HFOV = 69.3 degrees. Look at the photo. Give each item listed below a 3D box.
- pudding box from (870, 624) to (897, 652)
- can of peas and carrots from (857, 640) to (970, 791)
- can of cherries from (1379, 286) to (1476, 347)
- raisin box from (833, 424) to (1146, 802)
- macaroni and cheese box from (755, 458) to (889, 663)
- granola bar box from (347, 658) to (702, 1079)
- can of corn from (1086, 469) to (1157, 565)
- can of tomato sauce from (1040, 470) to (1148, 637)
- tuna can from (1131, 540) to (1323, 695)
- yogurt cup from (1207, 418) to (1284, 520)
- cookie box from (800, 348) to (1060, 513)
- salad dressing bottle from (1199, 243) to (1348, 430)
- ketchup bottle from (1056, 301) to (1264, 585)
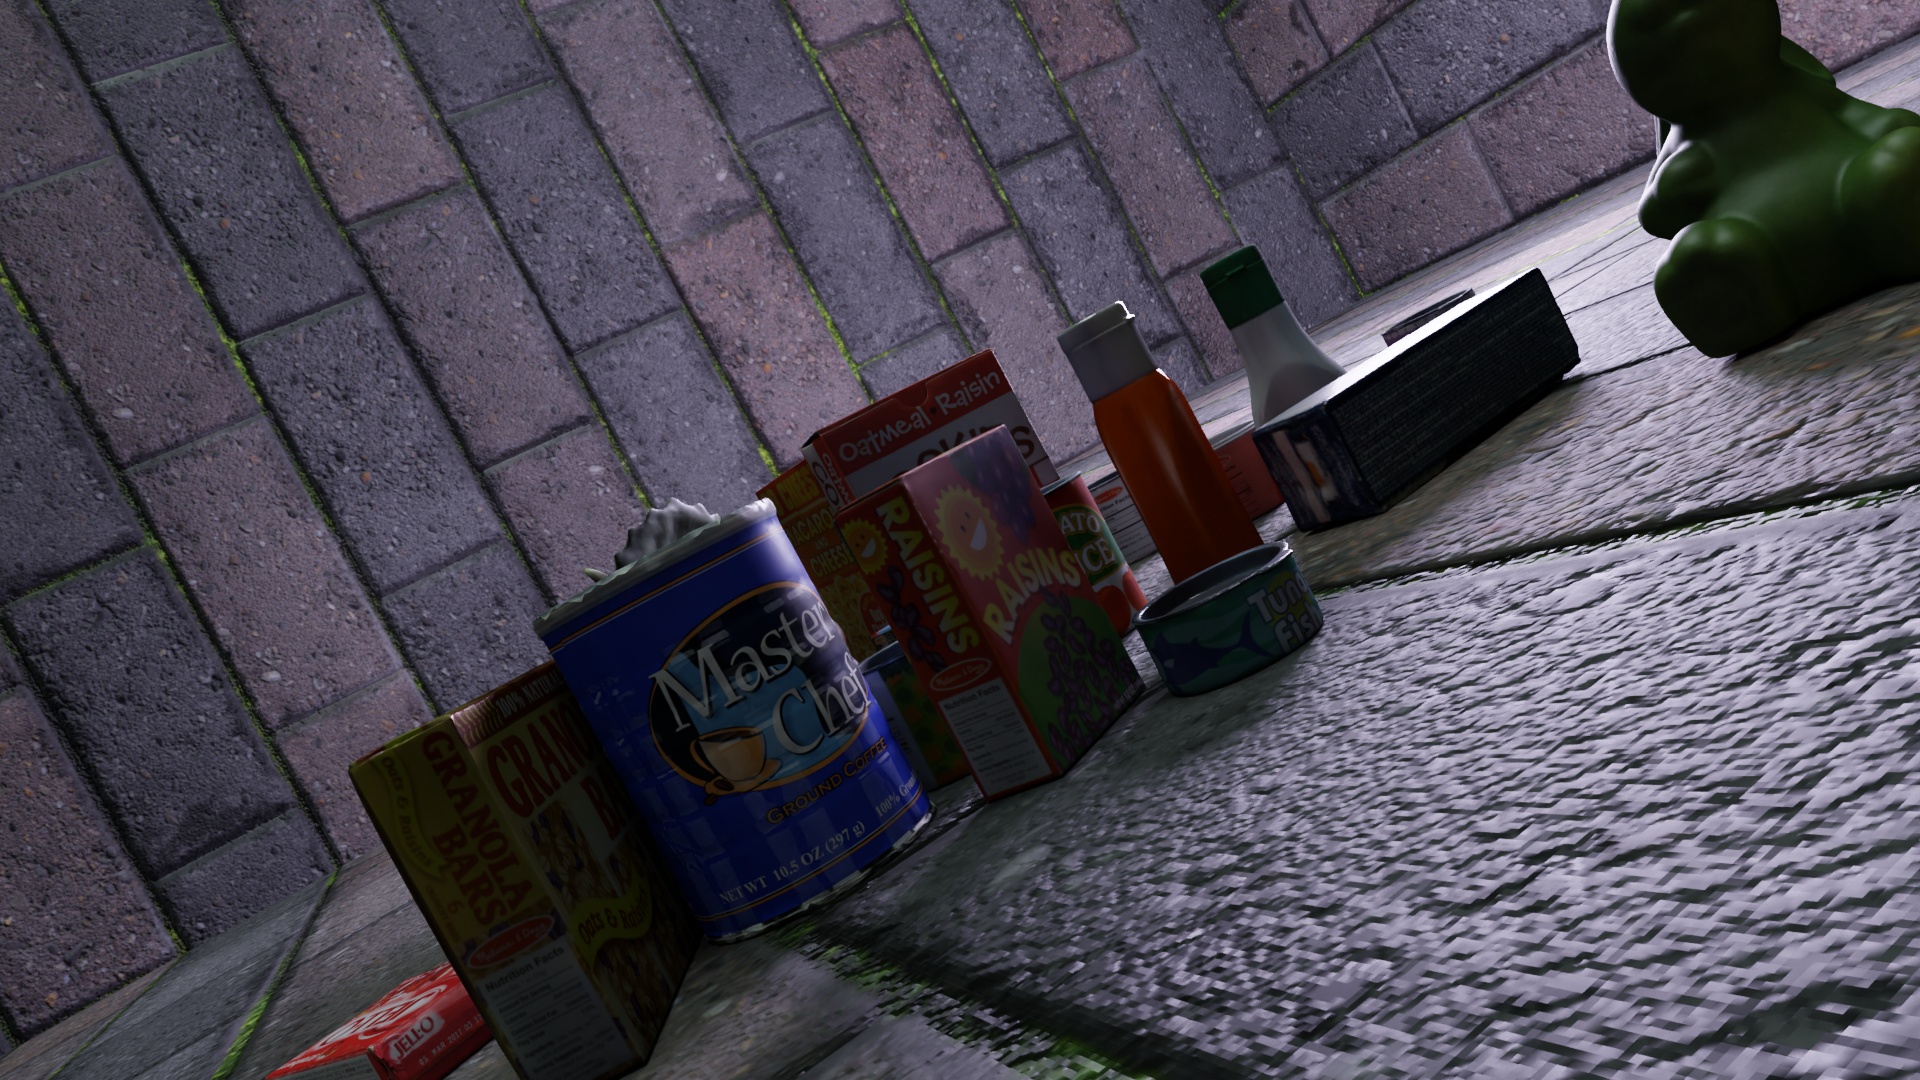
[{"bbox_3d":[-0.014,0.061,0.862,0.030,0.049,0.084,-26,4,38],"label":"pudding box"},{"bbox_3d":[-0.007,0.068,0.607,0.071,0.058,0.071,-28,3,2],"label":"can of peas and carrots"},{"bbox_3d":[0.328,-0.130,0.938,0.071,0.058,0.071,-28,3,2],"label":"can of cherries"},{"bbox_3d":[0.013,0.025,0.538,0.040,0.123,0.086,-26,3,35],"label":"raisin box"},{"bbox_3d":[-0.069,0.018,0.975,0.040,0.166,0.123,-30,3,-31],"label":"macaroni and cheese box"},{"bbox_3d":[-0.145,0.111,0.500,0.039,0.124,0.165,-28,3,-1],"label":"granola bar box"},{"bbox_3d":[0.116,-0.019,0.964,0.071,0.058,0.071,-28,3,2],"label":"can of corn"},{"bbox_3d":[0.053,0.016,0.724,0.071,0.083,0.071,-28,3,2],"label":"can of tomato sauce"},{"bbox_3d":[0.103,0.029,0.527,0.071,0.033,0.071,-28,3,2],"label":"tuna can"},{"bbox_3d":[0.169,-0.039,0.870,0.072,0.054,0.072,-28,3,2],"label":"yogurt cup"},{"bbox_3d":[0.003,-0.010,0.792,0.123,0.167,0.040,-30,3,-27],"label":"cookie box"},{"bbox_3d":[0.188,-0.098,0.800,0.064,0.147,0.044,-28,3,12],"label":"salad dressing bottle"},{"bbox_3d":[0.097,-0.042,0.670,0.043,0.148,0.065,-27,3,28],"label":"ketchup bottle"}]
